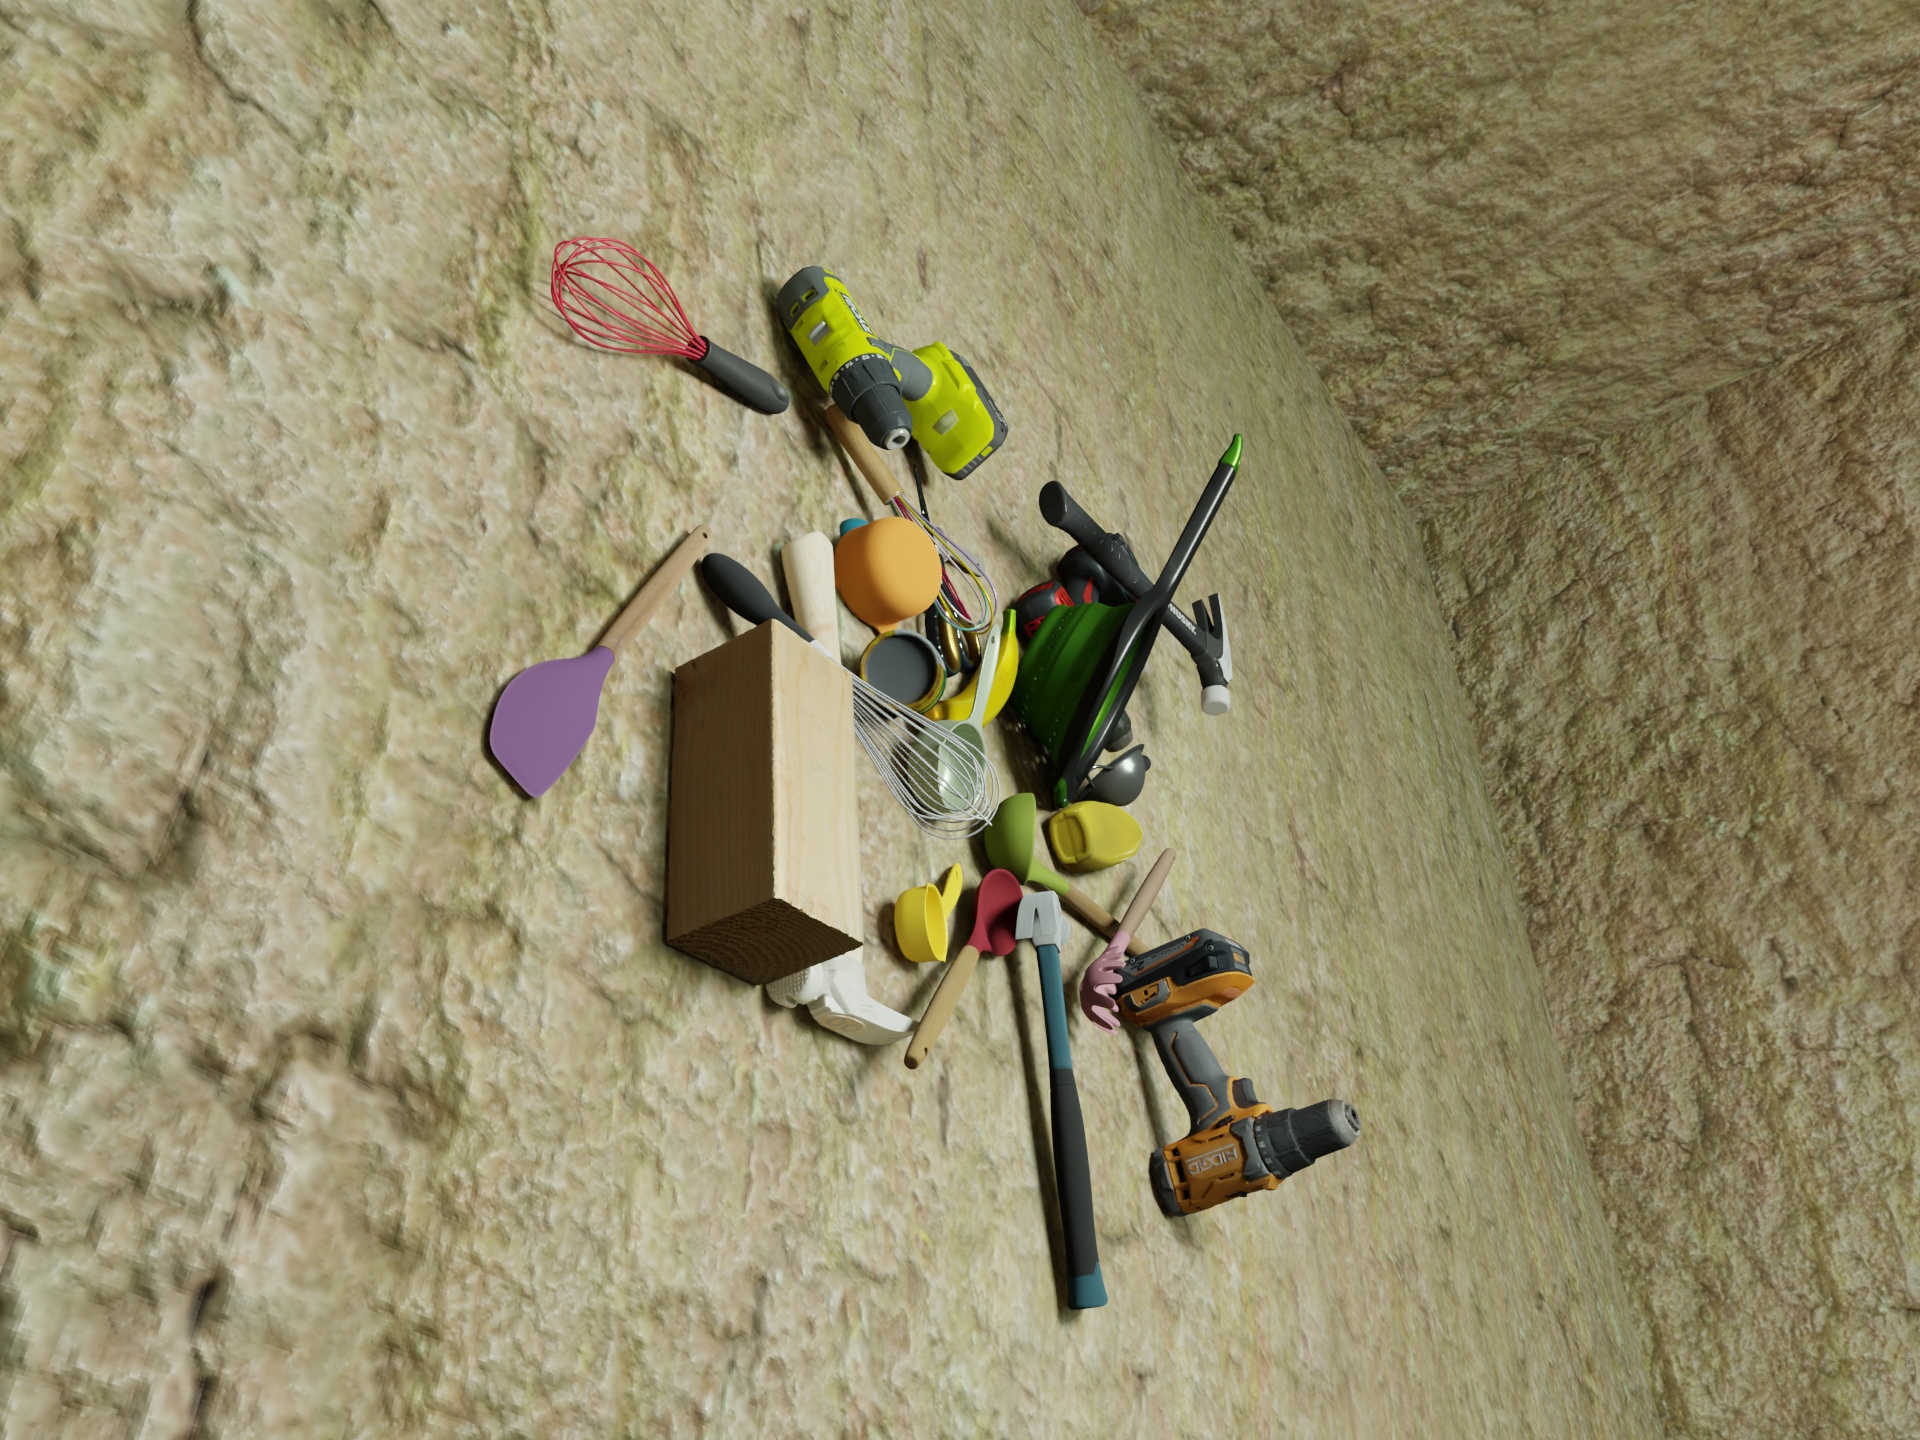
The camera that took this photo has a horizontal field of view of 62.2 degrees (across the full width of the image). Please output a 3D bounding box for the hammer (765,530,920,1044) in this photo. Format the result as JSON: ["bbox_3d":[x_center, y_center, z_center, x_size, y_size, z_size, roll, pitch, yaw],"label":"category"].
[{"bbox_3d":[-0.091,0.035,1.173,0.146,0.038,0.411,36,38,-47],"label":"hammer"}]

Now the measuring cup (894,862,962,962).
[{"bbox_3d":[-0.023,0.141,1.230,0.156,0.029,0.062,-55,134,-75],"label":"measuring cup"}]

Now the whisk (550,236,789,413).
[{"bbox_3d":[-0.210,-0.289,1.208,0.295,0.073,0.073,20,51,-64],"label":"whisk"}]

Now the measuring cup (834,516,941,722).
[{"bbox_3d":[-0.045,-0.086,1.327,0.095,0.052,0.173,-13,85,-48],"label":"measuring cup"}]

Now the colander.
[{"bbox_3d":[0.146,-0.114,1.507,0.397,0.094,0.204,-62,169,-9],"label":"colander"}]

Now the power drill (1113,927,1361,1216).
[{"bbox_3d":[0.238,0.301,1.399,0.084,0.185,0.226,28,42,-50],"label":"power drill"}]

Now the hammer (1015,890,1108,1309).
[{"bbox_3d":[0.082,0.291,1.255,0.128,0.033,0.331,64,18,-62],"label":"hammer"}]

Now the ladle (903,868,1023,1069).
[{"bbox_3d":[0.003,0.185,1.184,0.315,0.031,0.069,-48,123,-71],"label":"ladle"}]

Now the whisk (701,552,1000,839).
[{"bbox_3d":[-0.082,-0.023,1.131,0.285,0.070,0.070,43,25,8],"label":"whisk"}]

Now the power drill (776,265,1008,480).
[{"bbox_3d":[-0.054,-0.299,1.446,0.228,0.080,0.191,15,40,-57],"label":"power drill"}]

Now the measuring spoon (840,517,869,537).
[{"bbox_3d":[-0.061,-0.157,1.405,0.128,0.021,0.042,2,67,-59],"label":"measuring spoon"}]

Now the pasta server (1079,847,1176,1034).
[{"bbox_3d":[0.161,0.186,1.444,0.316,0.040,0.060,-44,140,-61],"label":"pasta server"}]

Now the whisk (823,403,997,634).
[{"bbox_3d":[-0.048,-0.175,1.398,0.245,0.051,0.047,55,-14,7],"label":"whisk"}]

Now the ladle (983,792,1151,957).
[{"bbox_3d":[0.116,0.159,1.434,0.319,0.062,0.078,42,41,-44],"label":"ladle"}]

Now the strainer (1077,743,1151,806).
[{"bbox_3d":[0.170,0.054,1.612,0.050,0.087,0.258,48,14,7],"label":"strainer"}]

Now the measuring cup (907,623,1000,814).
[{"bbox_3d":[-0.002,-0.004,1.307,0.083,0.038,0.168,42,57,-53],"label":"measuring cup"}]

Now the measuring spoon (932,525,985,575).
[{"bbox_3d":[-0.007,-0.157,1.523,0.124,0.018,0.034,21,61,-64],"label":"measuring spoon"}]

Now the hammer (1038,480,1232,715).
[{"bbox_3d":[0.190,-0.146,1.679,0.334,0.035,0.146,39,42,-38],"label":"hammer"}]

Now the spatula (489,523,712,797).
[{"bbox_3d":[-0.222,-0.056,1.027,0.059,0.018,0.316,55,29,-20],"label":"spatula"}]

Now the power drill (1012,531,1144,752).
[{"bbox_3d":[0.144,-0.085,1.673,0.187,0.080,0.227,59,30,-13],"label":"power drill"}]
